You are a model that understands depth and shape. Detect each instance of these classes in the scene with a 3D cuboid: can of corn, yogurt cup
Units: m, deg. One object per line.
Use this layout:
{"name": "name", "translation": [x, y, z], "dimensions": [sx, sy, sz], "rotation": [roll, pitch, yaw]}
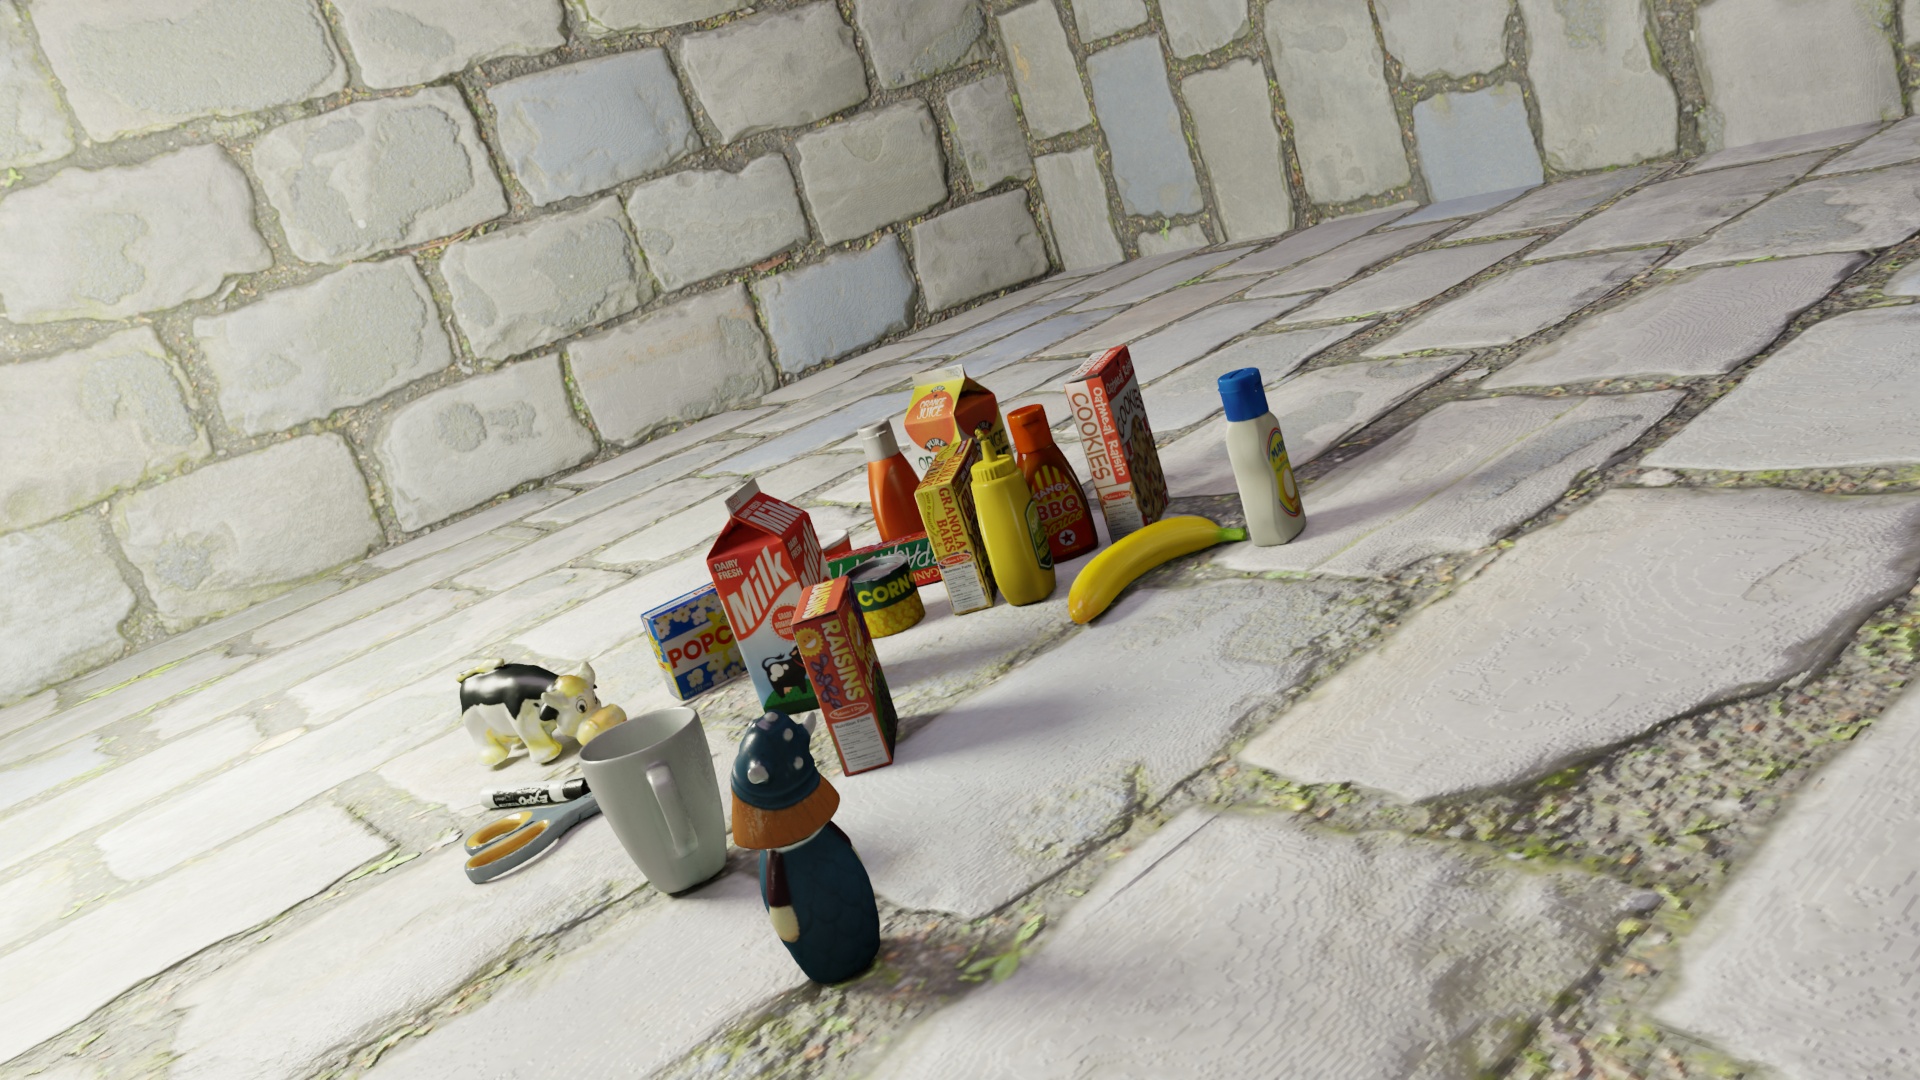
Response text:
{"name": "can of corn", "translation": [-0.071, 0.052, 1.291], "dimensions": [0.071, 0.058, 0.071], "rotation": [-17, 15, 5]}
{"name": "yogurt cup", "translation": [-0.143, 0.024, 1.481], "dimensions": [0.072, 0.053, 0.072], "rotation": [-17, 15, 5]}

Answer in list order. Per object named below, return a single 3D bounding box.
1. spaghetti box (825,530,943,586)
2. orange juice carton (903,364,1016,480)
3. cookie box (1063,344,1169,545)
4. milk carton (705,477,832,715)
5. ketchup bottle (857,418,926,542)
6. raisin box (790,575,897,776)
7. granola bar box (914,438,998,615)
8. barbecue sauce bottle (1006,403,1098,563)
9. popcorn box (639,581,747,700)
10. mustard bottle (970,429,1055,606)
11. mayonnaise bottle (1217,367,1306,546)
{"name": "spaghetti box", "translation": [-0.116, 0.038, 1.408], "dimensions": [0.250, 0.050, 0.029], "rotation": [-15, 15, 13]}
{"name": "orange juice carton", "translation": [0.004, -0.086, 1.436], "dimensions": [0.071, 0.192, 0.073], "rotation": [-5, 20, 42]}
{"name": "cookie box", "translation": [0.154, -0.093, 1.337], "dimensions": [0.040, 0.167, 0.123], "rotation": [-12, 16, 22]}
{"name": "milk carton", "translation": [-0.151, 0.044, 1.157], "dimensions": [0.073, 0.190, 0.072], "rotation": [-14, 15, 16]}
{"name": "ketchup bottle", "translation": [-0.071, -0.057, 1.503], "dimensions": [0.065, 0.148, 0.043], "rotation": [-24, 16, -21]}
{"name": "raisin box", "translation": [-0.083, 0.098, 1.020], "dimensions": [0.040, 0.123, 0.086], "rotation": [-17, 15, 6]}
{"name": "granola bar box", "translation": [0.005, -0.017, 1.321], "dimensions": [0.039, 0.124, 0.166], "rotation": [-15, 15, 12]}
{"name": "barbecue sauce bottle", "translation": [0.082, -0.055, 1.320], "dimensions": [0.065, 0.148, 0.044], "rotation": [-19, 15, -3]}
{"name": "popcorn box", "translation": [-0.226, 0.084, 1.306], "dimensions": [0.127, 0.085, 0.038], "rotation": [-26, 17, -27]}
{"name": "mustard bottle", "translation": [0.042, -0.024, 1.234], "dimensions": [0.049, 0.159, 0.065], "rotation": [-13, 15, 19]}
{"name": "mayonnaise bottle", "translation": [0.255, -0.072, 1.185], "dimensions": [0.041, 0.147, 0.065], "rotation": [-7, 18, 36]}
